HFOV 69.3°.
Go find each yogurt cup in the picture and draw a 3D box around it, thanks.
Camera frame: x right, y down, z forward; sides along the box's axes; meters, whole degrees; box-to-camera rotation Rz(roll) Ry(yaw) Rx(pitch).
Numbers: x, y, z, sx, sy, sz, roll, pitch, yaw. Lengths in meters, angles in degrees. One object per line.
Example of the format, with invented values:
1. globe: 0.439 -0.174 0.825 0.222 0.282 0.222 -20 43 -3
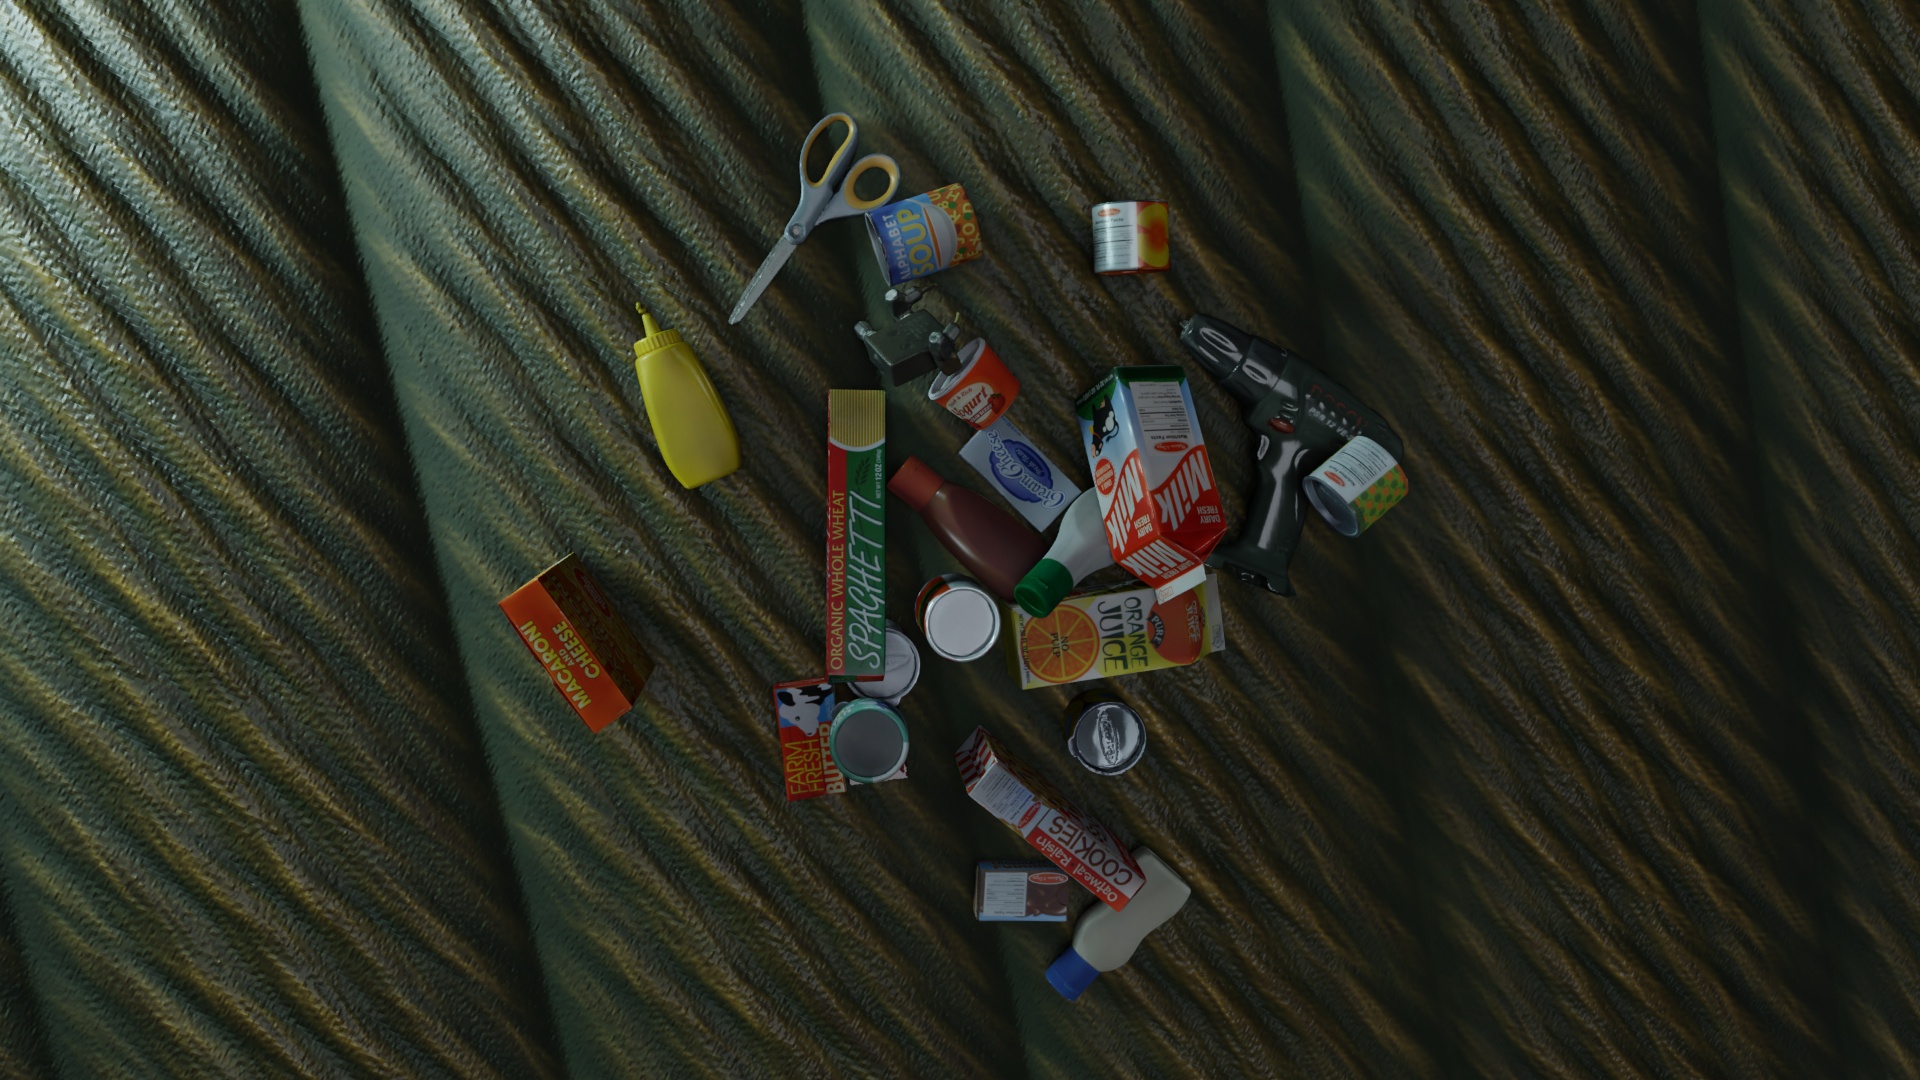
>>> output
1. yogurt cup: 0.014 -0.132 1.190 0.054 0.072 0.072 41 90 -17

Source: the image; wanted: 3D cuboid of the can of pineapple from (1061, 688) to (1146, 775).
1. can of pineapple: 0.125 0.169 1.233 0.071 0.058 0.071 -1 95 -7

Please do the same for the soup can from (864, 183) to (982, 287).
1. soup can: -0.030 -0.257 1.168 0.084 0.071 0.071 -19 98 -5

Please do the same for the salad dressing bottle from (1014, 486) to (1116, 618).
1. salad dressing bottle: 0.102 0.008 1.188 0.064 0.043 0.148 39 56 11

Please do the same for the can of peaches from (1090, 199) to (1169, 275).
1. can of peaches: 0.148 -0.259 1.194 0.071 0.071 0.058 -3 96 -7

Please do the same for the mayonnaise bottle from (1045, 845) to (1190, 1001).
1. mayonnaise bottle: 0.139 0.351 1.261 0.065 0.041 0.148 42 90 -7

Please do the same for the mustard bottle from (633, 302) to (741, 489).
1. mustard bottle: -0.236 -0.125 1.167 0.065 0.049 0.160 -21 97 -5

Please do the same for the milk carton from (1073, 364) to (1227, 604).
1. milk carton: 0.163 -0.047 1.170 0.073 0.072 0.191 -4 72 -28

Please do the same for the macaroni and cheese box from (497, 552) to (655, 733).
1. macaroni and cheese box: -0.304 0.079 1.117 0.040 0.166 0.123 -34 98 -2

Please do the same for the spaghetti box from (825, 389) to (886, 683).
1. spaghetti box: -0.088 -0.006 1.171 0.050 0.028 0.250 1 78 -6

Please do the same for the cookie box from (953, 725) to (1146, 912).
1. cookie box: 0.076 0.238 1.200 0.167 0.123 0.040 40 91 -9

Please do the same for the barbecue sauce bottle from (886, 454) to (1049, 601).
1. barbecue sauce bottle: 0.004 -0.015 1.204 0.148 0.043 0.065 39 49 -3

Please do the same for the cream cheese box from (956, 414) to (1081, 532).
1. cream cheese box: 0.051 -0.060 1.220 0.104 0.024 0.053 43 90 -8

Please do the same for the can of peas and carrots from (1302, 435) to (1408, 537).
1. can of peas and carrots: 0.332 -0.044 1.169 0.059 0.071 0.071 -39 99 -8

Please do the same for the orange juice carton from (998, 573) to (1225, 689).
1. orange juice carton: 0.136 0.076 1.218 0.193 0.073 0.071 -8 96 -6

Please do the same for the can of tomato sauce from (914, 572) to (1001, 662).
1. can of tomato sauce: -0.003 0.067 1.195 0.071 0.083 0.071 -1 95 -7

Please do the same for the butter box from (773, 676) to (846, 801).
1. butter box: -0.132 0.174 1.219 0.053 0.024 0.103 -7 96 -7

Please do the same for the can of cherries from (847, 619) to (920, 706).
1. can of cherries: -0.071 0.106 1.203 0.071 0.058 0.071 -1 95 -8

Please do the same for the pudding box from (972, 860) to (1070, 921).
1. pudding box: 0.055 0.316 1.252 0.084 0.030 0.049 2 94 -7

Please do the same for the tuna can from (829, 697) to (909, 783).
1. tuna can: -0.077 0.163 1.142 0.071 0.033 0.071 0 95 -5
